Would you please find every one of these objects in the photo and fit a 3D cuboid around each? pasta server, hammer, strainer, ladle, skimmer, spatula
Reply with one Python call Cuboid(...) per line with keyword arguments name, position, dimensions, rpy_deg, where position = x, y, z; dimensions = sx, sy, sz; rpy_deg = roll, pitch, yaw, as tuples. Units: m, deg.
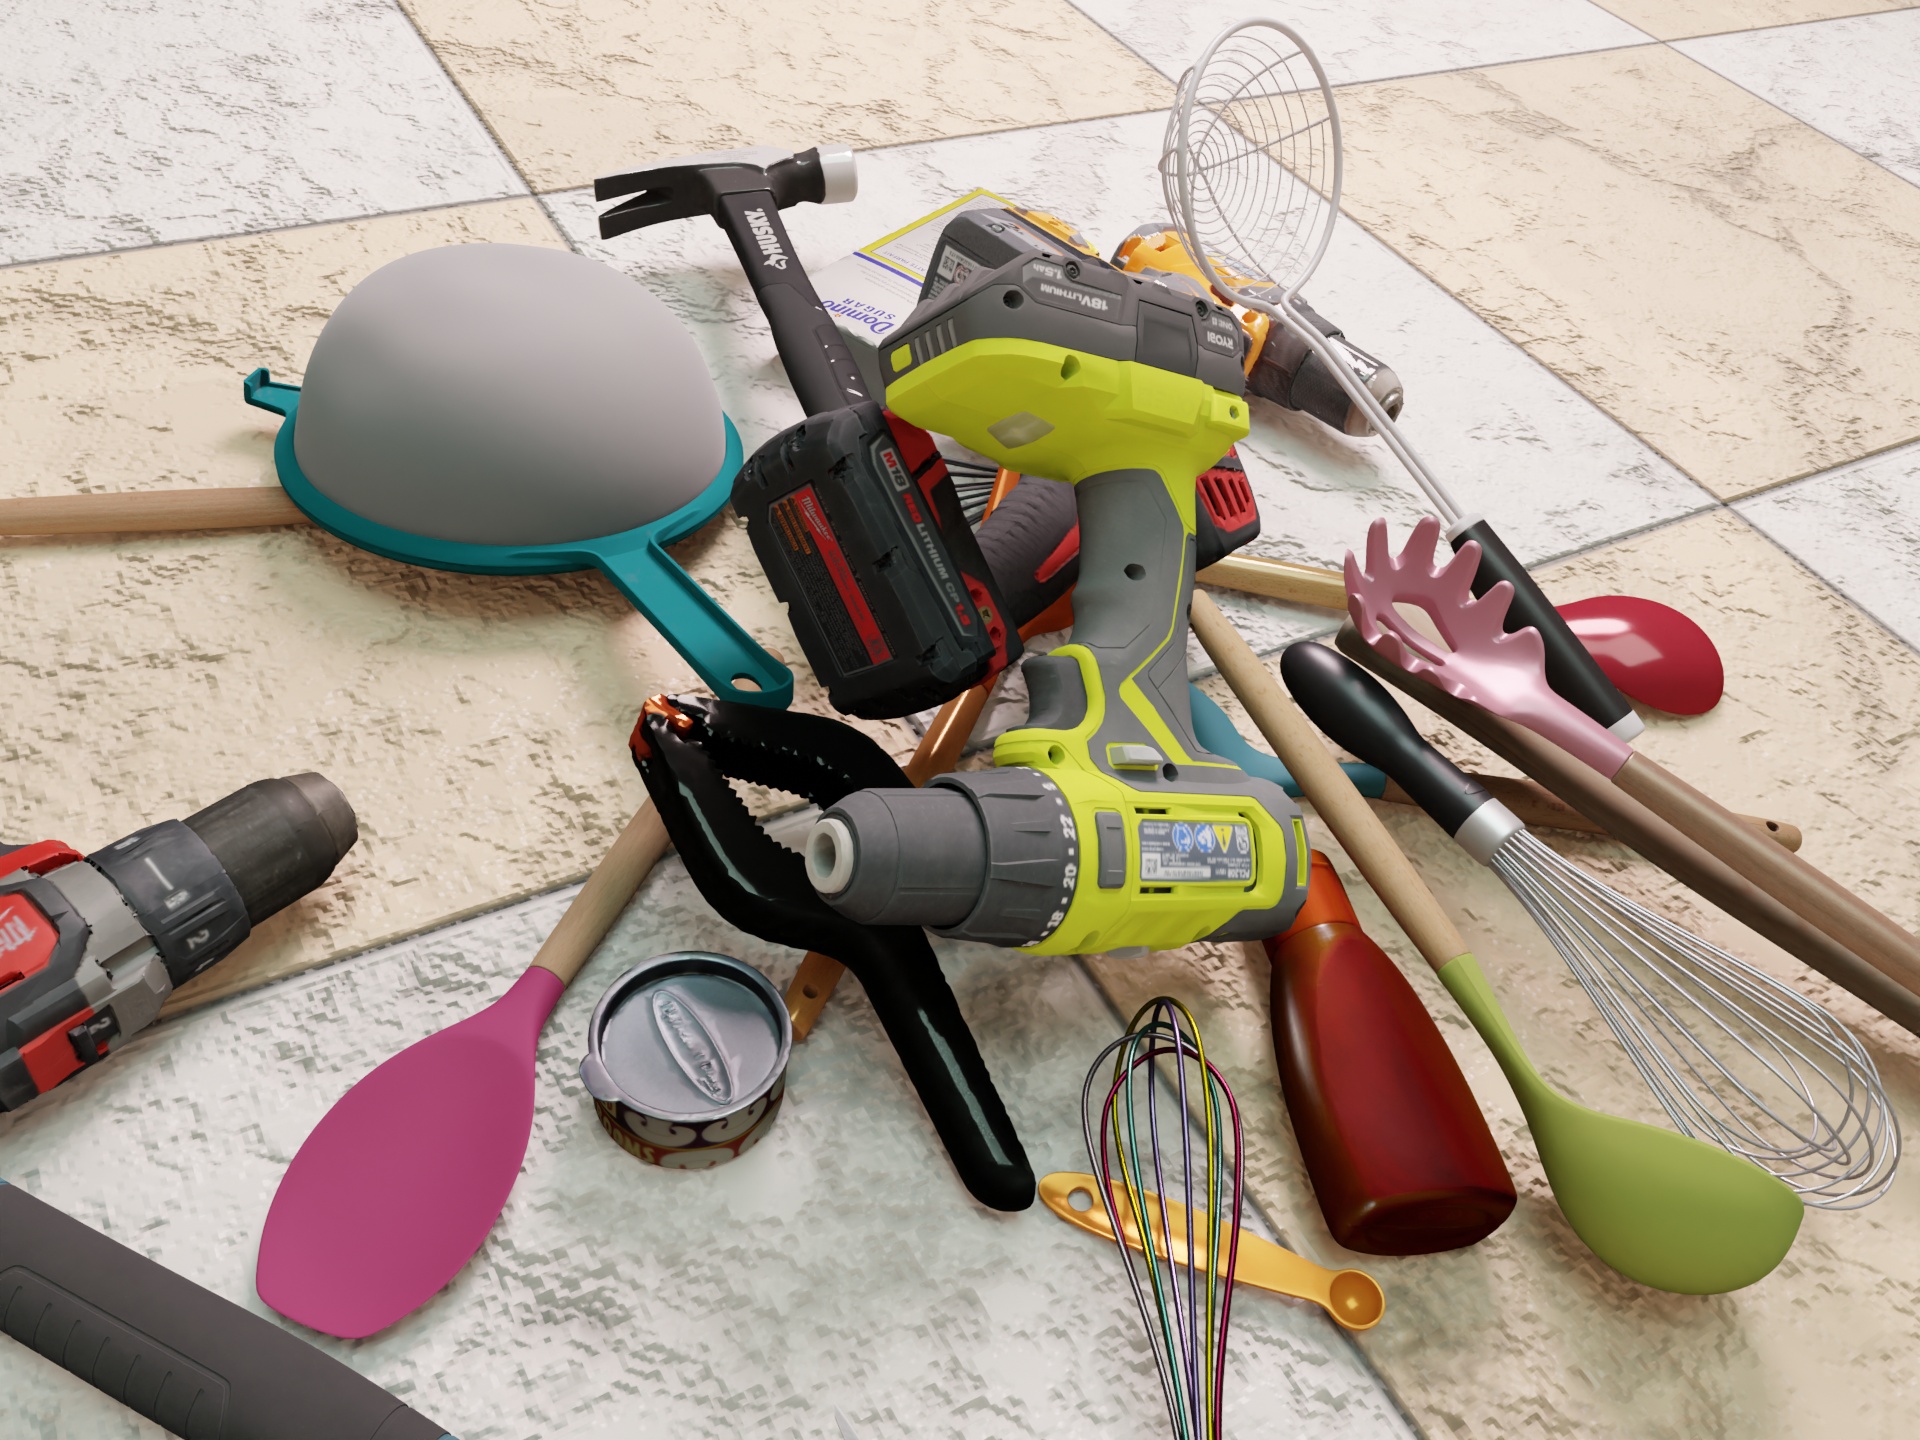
Cuboid(name="pasta server", position=(0.275, 0.030, 0.596), dimensions=(0.316, 0.040, 0.060), rpy_deg=(38, 66, 18))
Cuboid(name="hammer", position=(0.319, 0.078, 0.613), dimensions=(0.411, 0.038, 0.146), rpy_deg=(37, 52, 17))
Cuboid(name="strainer", position=(-0.166, -0.125, 0.683), dimensions=(0.211, 0.095, 0.341), rpy_deg=(-19, 44, -32))
Cuboid(name="hammer", position=(-0.087, -0.200, 0.779), dimensions=(0.146, 0.035, 0.335), rpy_deg=(-10, 44, -14))
Cuboid(name="ladle", position=(0.176, 0.062, 0.584), dimensions=(0.062, 0.078, 0.320), rpy_deg=(-28, 59, -4))
Cuboid(name="skimmer", position=(0.211, -0.152, 0.722), dimensions=(0.127, 0.090, 0.363), rpy_deg=(-25, 77, -38))
Cuboid(name="spatula", position=(0.205, 0.024, 0.666), dimensions=(0.317, 0.044, 0.082), rpy_deg=(8, 49, -4))
Cuboid(name="spatula", position=(-0.289, -0.099, 0.716), dimensions=(0.316, 0.018, 0.060), rpy_deg=(-6, 44, -17))
Cuboid(name="ladle", position=(0.212, -0.057, 0.761), dimensions=(0.315, 0.031, 0.069), rpy_deg=(11, 49, 3))
Cuboid(name="hammer", position=(-0.156, 0.199, 0.424), dimensions=(0.331, 0.033, 0.128), rpy_deg=(21, 60, 14))
Cuboid(name="spatula", position=(-0.001, -0.002, 0.656), dimensions=(0.081, 0.041, 0.323), rpy_deg=(30, 48, -2))

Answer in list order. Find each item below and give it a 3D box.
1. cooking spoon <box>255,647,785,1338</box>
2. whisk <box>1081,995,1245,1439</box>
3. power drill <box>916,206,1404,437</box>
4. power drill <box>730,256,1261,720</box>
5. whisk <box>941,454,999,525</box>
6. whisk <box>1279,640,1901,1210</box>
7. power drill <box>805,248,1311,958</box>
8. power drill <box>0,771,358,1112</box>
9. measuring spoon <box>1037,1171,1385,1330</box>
Cuboid(name="cooking spoon", position=(-0.135, 0.075, 0.572), dimensions=(0.069, 0.017, 0.319), rpy_deg=(18, 46, 11))
Cuboid(name="whisk", position=(0.067, 0.195, 0.471), dimensions=(0.047, 0.051, 0.245), rpy_deg=(-22, 48, 25))
Cuboid(name="power drill", position=(0.111, -0.196, 0.819), dimensions=(0.185, 0.084, 0.226), rpy_deg=(40, 35, 27))
Cuboid(name="power drill", position=(0.024, -0.101, 0.649), dimensions=(0.219, 0.078, 0.143), rpy_deg=(-31, 99, -37))
Cuboid(name="whisk", position=(0.028, -0.116, 0.775), dimensions=(0.239, 0.055, 0.055), rpy_deg=(-13, 49, -27))
Cuboid(name="whisk", position=(0.223, 0.064, 0.595), dimensions=(0.070, 0.070, 0.285), rpy_deg=(-26, 59, -31))
Cuboid(name="power drill", position=(0.032, -0.033, 0.544), dimensions=(0.190, 0.080, 0.228), rpy_deg=(5, 78, -37))
Cuboid(name="power drill", position=(-0.342, 0.029, 0.542), dimensions=(0.227, 0.080, 0.188), rpy_deg=(37, 51, 21))
Cuboid(name="measuring spoon", position=(0.081, 0.173, 0.521), dimensions=(0.117, 0.011, 0.021), rpy_deg=(17, 50, 12))
